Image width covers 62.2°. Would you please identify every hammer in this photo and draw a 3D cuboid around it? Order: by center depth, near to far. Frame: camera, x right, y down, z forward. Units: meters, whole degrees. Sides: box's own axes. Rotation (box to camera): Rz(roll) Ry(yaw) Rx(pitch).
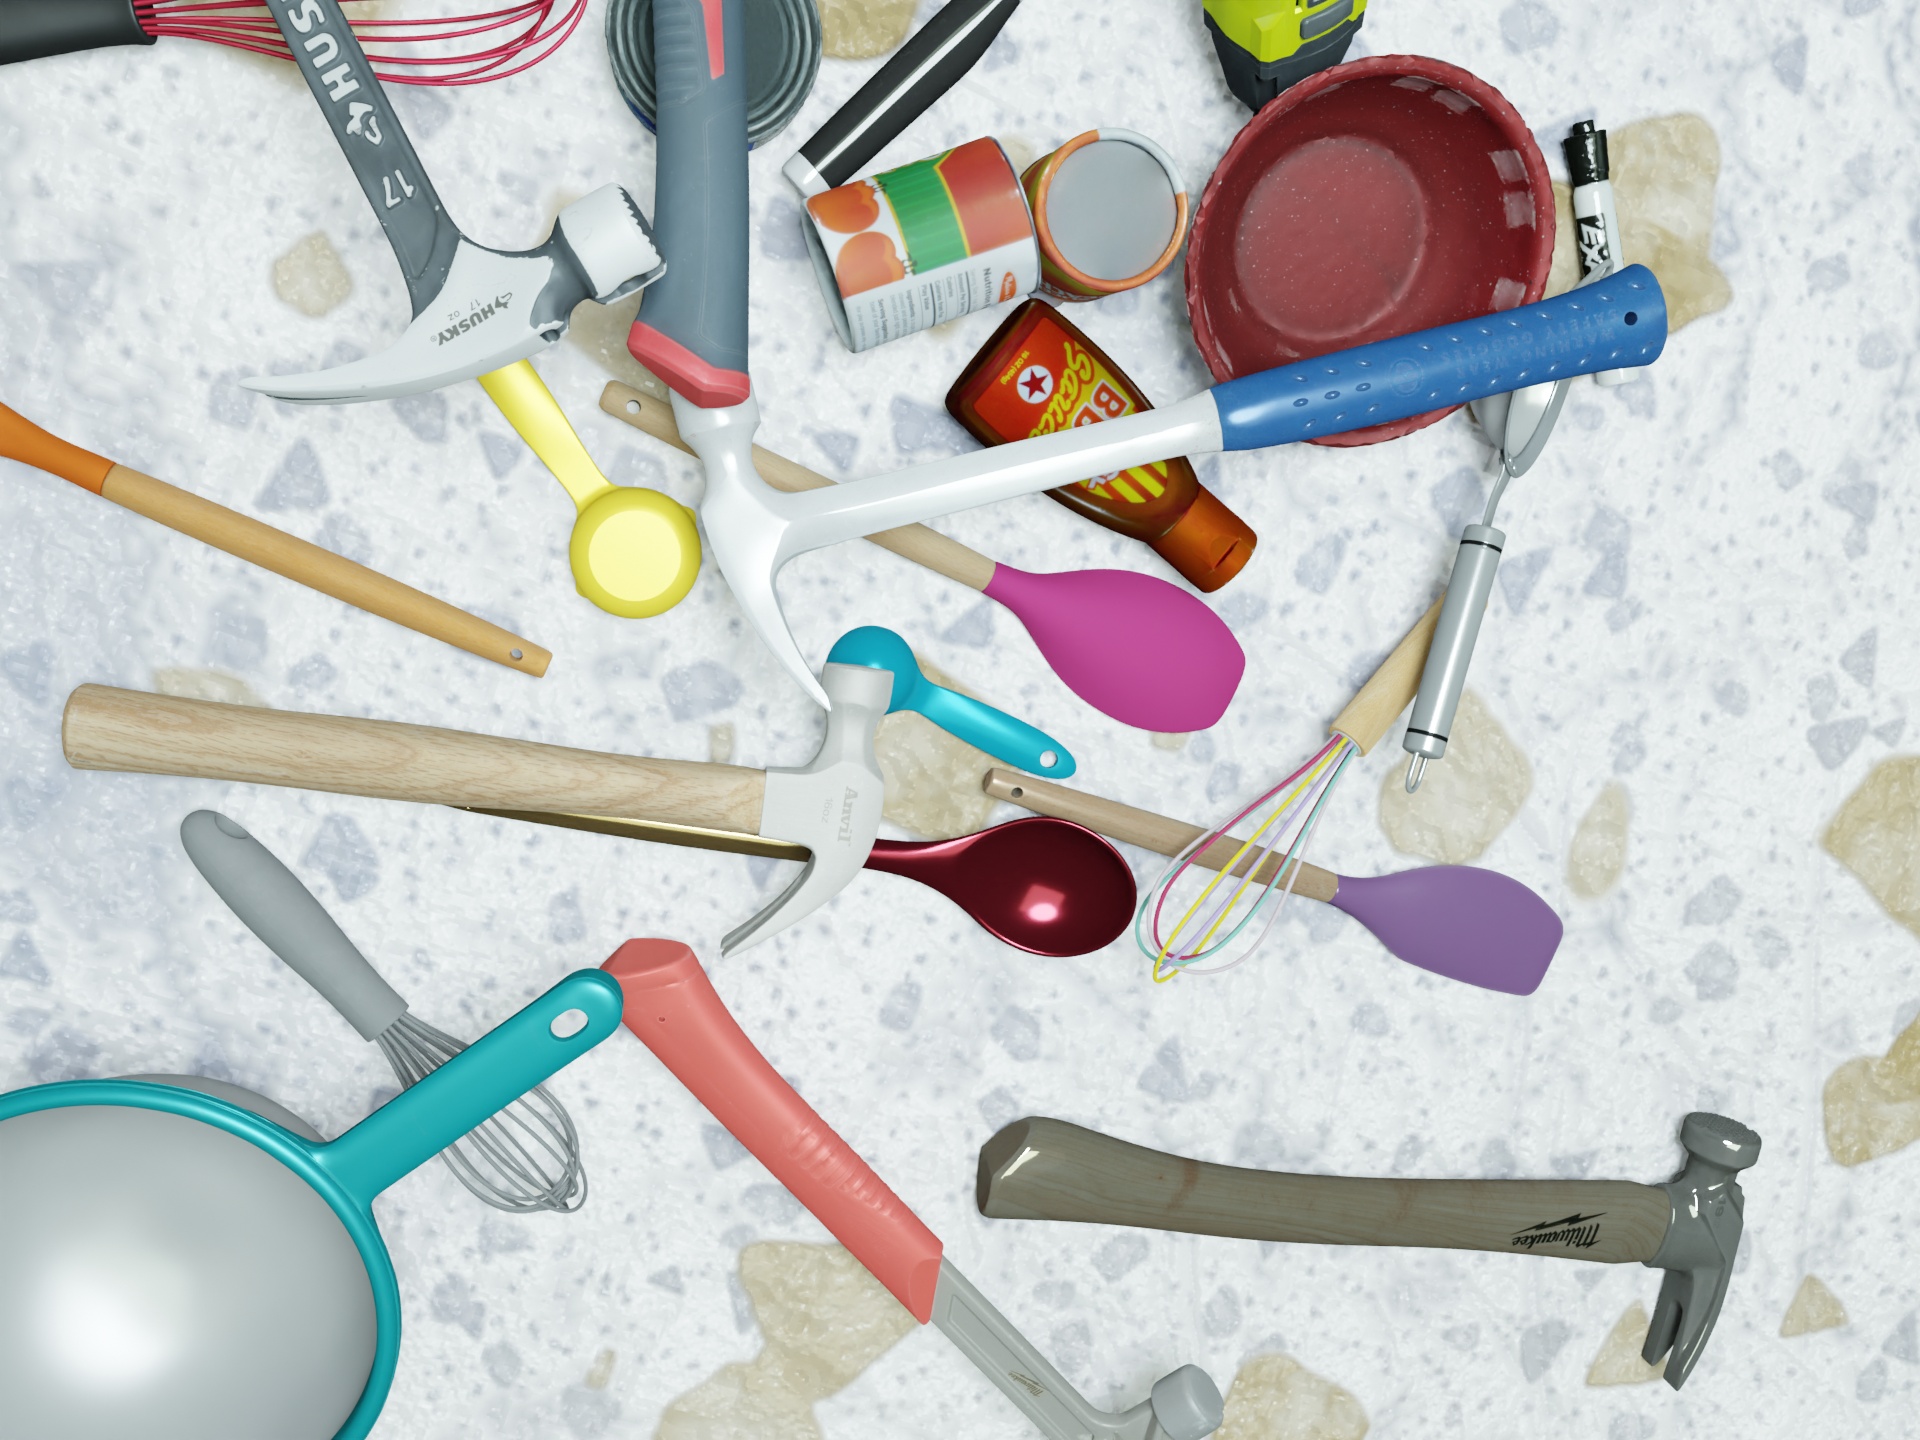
[{"bbox_3d":[-0.261,-0.300,0.557,0.149,0.036,0.409,-28,88,4],"label":"hammer"},{"bbox_3d":[-0.085,-0.314,0.605,0.143,0.038,0.386,-2,89,-12],"label":"hammer"},{"bbox_3d":[0.095,-0.115,0.657,0.405,0.035,0.144,-14,95,-4],"label":"hammer"},{"bbox_3d":[-0.198,0.024,0.668,0.331,0.031,0.130,6,94,-8],"label":"hammer"},{"bbox_3d":[-0.044,0.243,0.743,0.149,0.037,0.359,-38,102,18],"label":"hammer"},{"bbox_3d":[0.208,0.257,0.806,0.410,0.038,0.146,8,100,-12],"label":"hammer"}]

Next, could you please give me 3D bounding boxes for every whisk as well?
[{"bbox_3d":[-0.289,-0.269,0.601,0.296,0.073,0.073,-7,102,-4],"label":"whisk"},{"bbox_3d":[-0.247,0.128,0.689,0.055,0.055,0.239,-40,101,-2],"label":"whisk"},{"bbox_3d":[0.166,0.027,0.743,0.245,0.051,0.047,-48,125,-11],"label":"whisk"}]

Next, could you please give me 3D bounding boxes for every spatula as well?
[{"bbox_3d":[-0.318,-0.085,0.635,0.322,0.041,0.081,24,94,-15],"label":"spatula"},{"bbox_3d":[0.158,0.072,0.770,0.315,0.018,0.059,17,101,-15],"label":"spatula"}]

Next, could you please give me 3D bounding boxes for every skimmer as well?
[{"bbox_3d":[0.049,-0.360,0.631,0.363,0.127,0.090,-43,138,5],"label":"skimmer"}]

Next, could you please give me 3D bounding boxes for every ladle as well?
[{"bbox_3d":[-0.074,0.057,0.718,0.315,0.031,0.069,10,107,-11],"label":"ladle"}]

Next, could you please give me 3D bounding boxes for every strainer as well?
[{"bbox_3d":[-0.280,0.190,0.657,0.340,0.095,0.211,-34,106,2],"label":"strainer"},{"bbox_3d":[0.239,-0.091,0.728,0.050,0.086,0.258,15,87,30],"label":"strainer"}]

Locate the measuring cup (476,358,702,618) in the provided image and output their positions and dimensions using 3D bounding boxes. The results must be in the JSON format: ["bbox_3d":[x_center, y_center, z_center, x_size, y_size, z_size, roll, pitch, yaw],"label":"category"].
[{"bbox_3d":[-0.165,-0.110,0.665,0.062,0.029,0.156,-35,107,-3],"label":"measuring cup"}]

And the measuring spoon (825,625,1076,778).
[{"bbox_3d":[-0.001,-0.002,0.722,0.128,0.021,0.042,26,95,-13],"label":"measuring spoon"}]

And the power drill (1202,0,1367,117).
[{"bbox_3d":[0.200,-0.346,0.642,0.223,0.171,0.080,-31,64,-7],"label":"power drill"}]

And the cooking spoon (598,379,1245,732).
[{"bbox_3d":[-0.010,-0.075,0.709,0.318,0.017,0.069,24,94,-15],"label":"cooking spoon"}]
